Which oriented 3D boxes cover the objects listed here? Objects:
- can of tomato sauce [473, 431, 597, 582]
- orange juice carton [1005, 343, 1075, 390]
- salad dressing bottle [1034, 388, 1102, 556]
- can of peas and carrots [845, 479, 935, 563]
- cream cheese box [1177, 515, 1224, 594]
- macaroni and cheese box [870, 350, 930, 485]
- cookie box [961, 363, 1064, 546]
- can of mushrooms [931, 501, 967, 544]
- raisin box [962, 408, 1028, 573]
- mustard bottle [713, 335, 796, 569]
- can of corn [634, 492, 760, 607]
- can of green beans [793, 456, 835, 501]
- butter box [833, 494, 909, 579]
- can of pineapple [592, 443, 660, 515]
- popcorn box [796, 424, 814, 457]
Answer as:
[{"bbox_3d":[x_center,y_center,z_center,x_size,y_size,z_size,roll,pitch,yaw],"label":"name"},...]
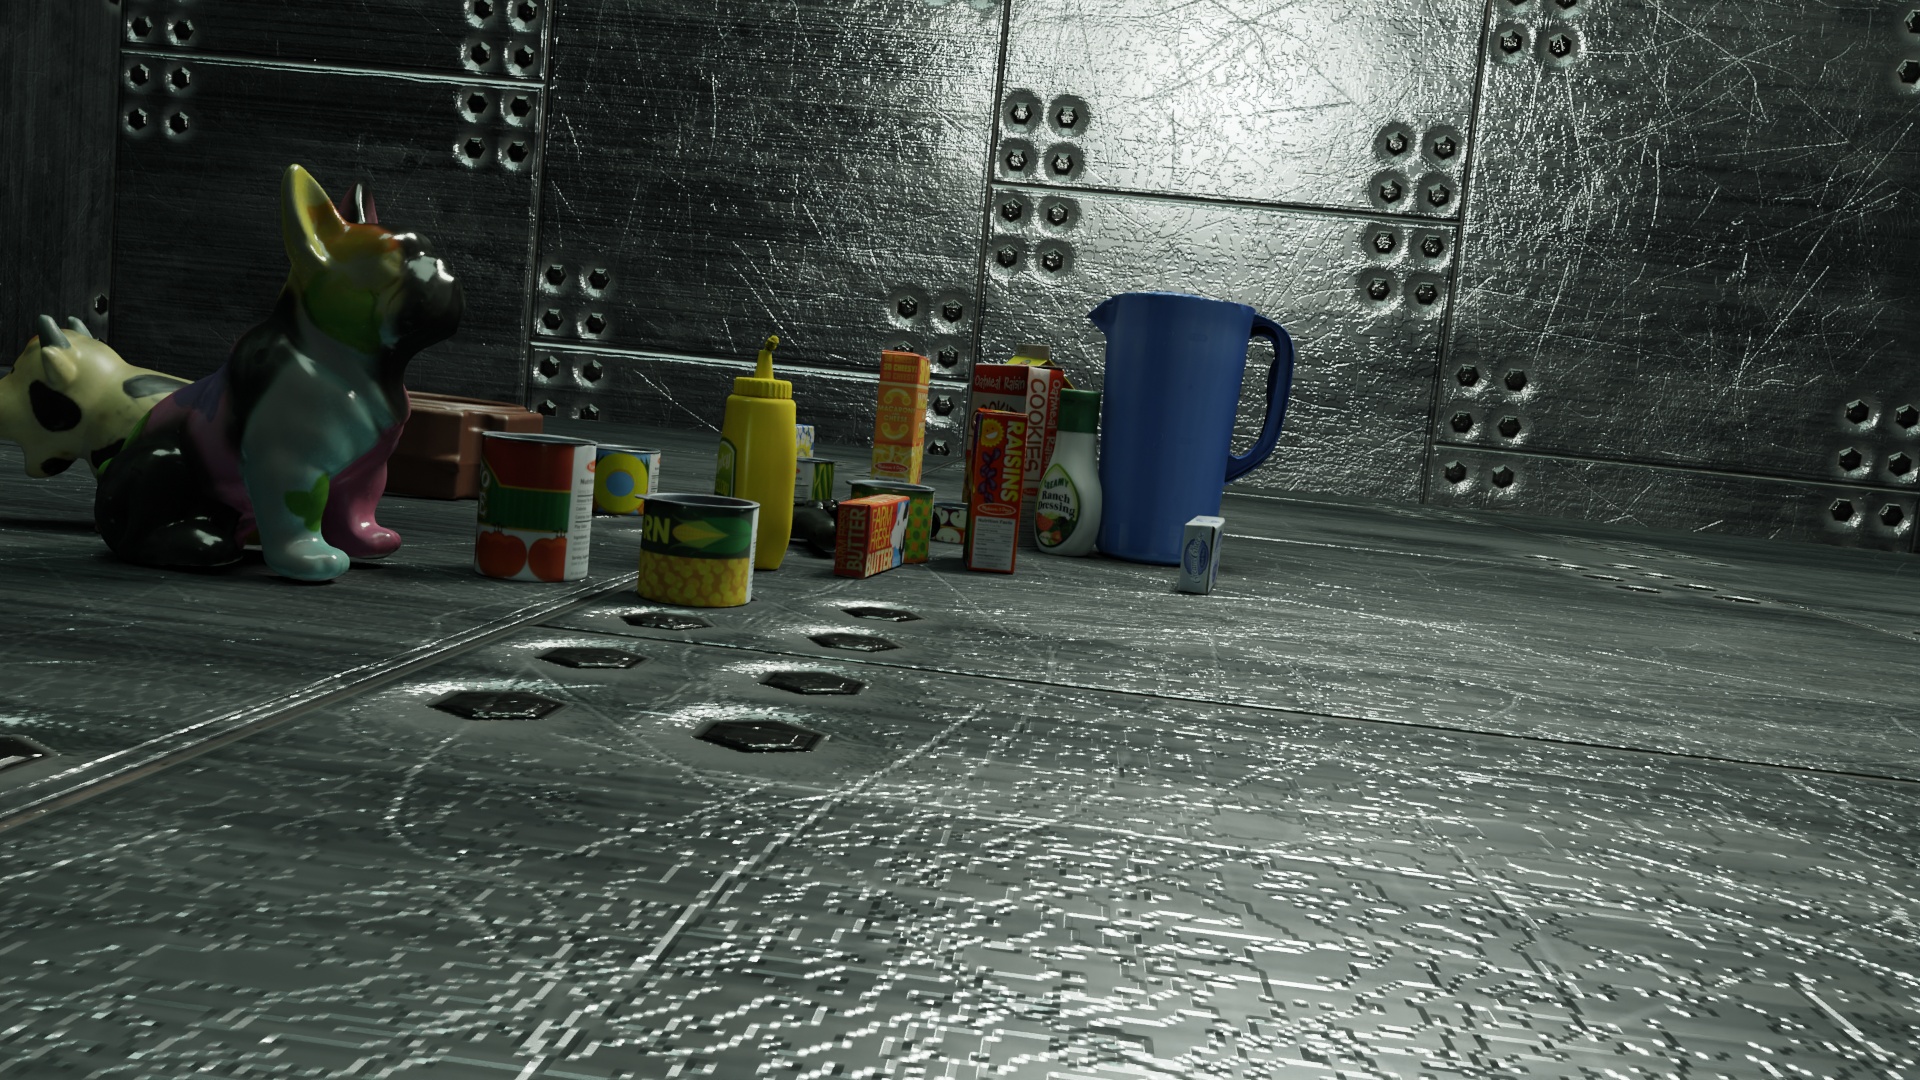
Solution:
[{"bbox_3d":[-0.256,-0.021,0.831,0.071,0.083,0.071,6,5,0],"label":"can of tomato sauce"},{"bbox_3d":[0.066,-0.107,1.437,0.073,0.192,0.072,3,6,-25],"label":"orange juice carton"},{"bbox_3d":[0.100,-0.061,1.243,0.044,0.147,0.064,1,7,-43],"label":"salad dressing bottle"},{"bbox_3d":[-0.057,-0.015,1.084,0.071,0.058,0.071,6,6,0],"label":"can of peas and carrots"},{"bbox_3d":[0.191,0.010,1.097,0.024,0.053,0.104,7,6,14],"label":"cream cheese box"},{"bbox_3d":[-0.057,-0.095,1.326,0.040,0.166,0.124,6,5,3],"label":"macaroni and cheese box"},{"bbox_3d":[0.048,-0.085,1.326,0.040,0.167,0.123,3,6,-24],"label":"cookie box"},{"bbox_3d":[0.005,-0.016,1.272,0.071,0.033,0.071,6,6,0],"label":"can of mushrooms"},{"bbox_3d":[0.026,-0.041,1.094,0.040,0.123,0.086,5,5,-2],"label":"raisin box"},{"bbox_3d":[-0.141,-0.062,0.961,0.049,0.160,0.065,3,6,-28],"label":"mustard bottle"},{"bbox_3d":[-0.154,0.005,0.800,0.071,0.058,0.071,6,6,0],"label":"can of corn"},{"bbox_3d":[-0.157,-0.052,1.347,0.071,0.057,0.071,6,6,0],"label":"can of green beans"},{"bbox_3d":[-0.063,-0.004,0.999,0.024,0.053,0.103,7,6,13],"label":"butter box"},{"bbox_3d":[-0.305,-0.055,1.236,0.071,0.057,0.071,6,6,0],"label":"can of pineapple"},{"bbox_3d":[-0.191,-0.079,1.452,0.038,0.085,0.127,7,6,10],"label":"popcorn box"}]
